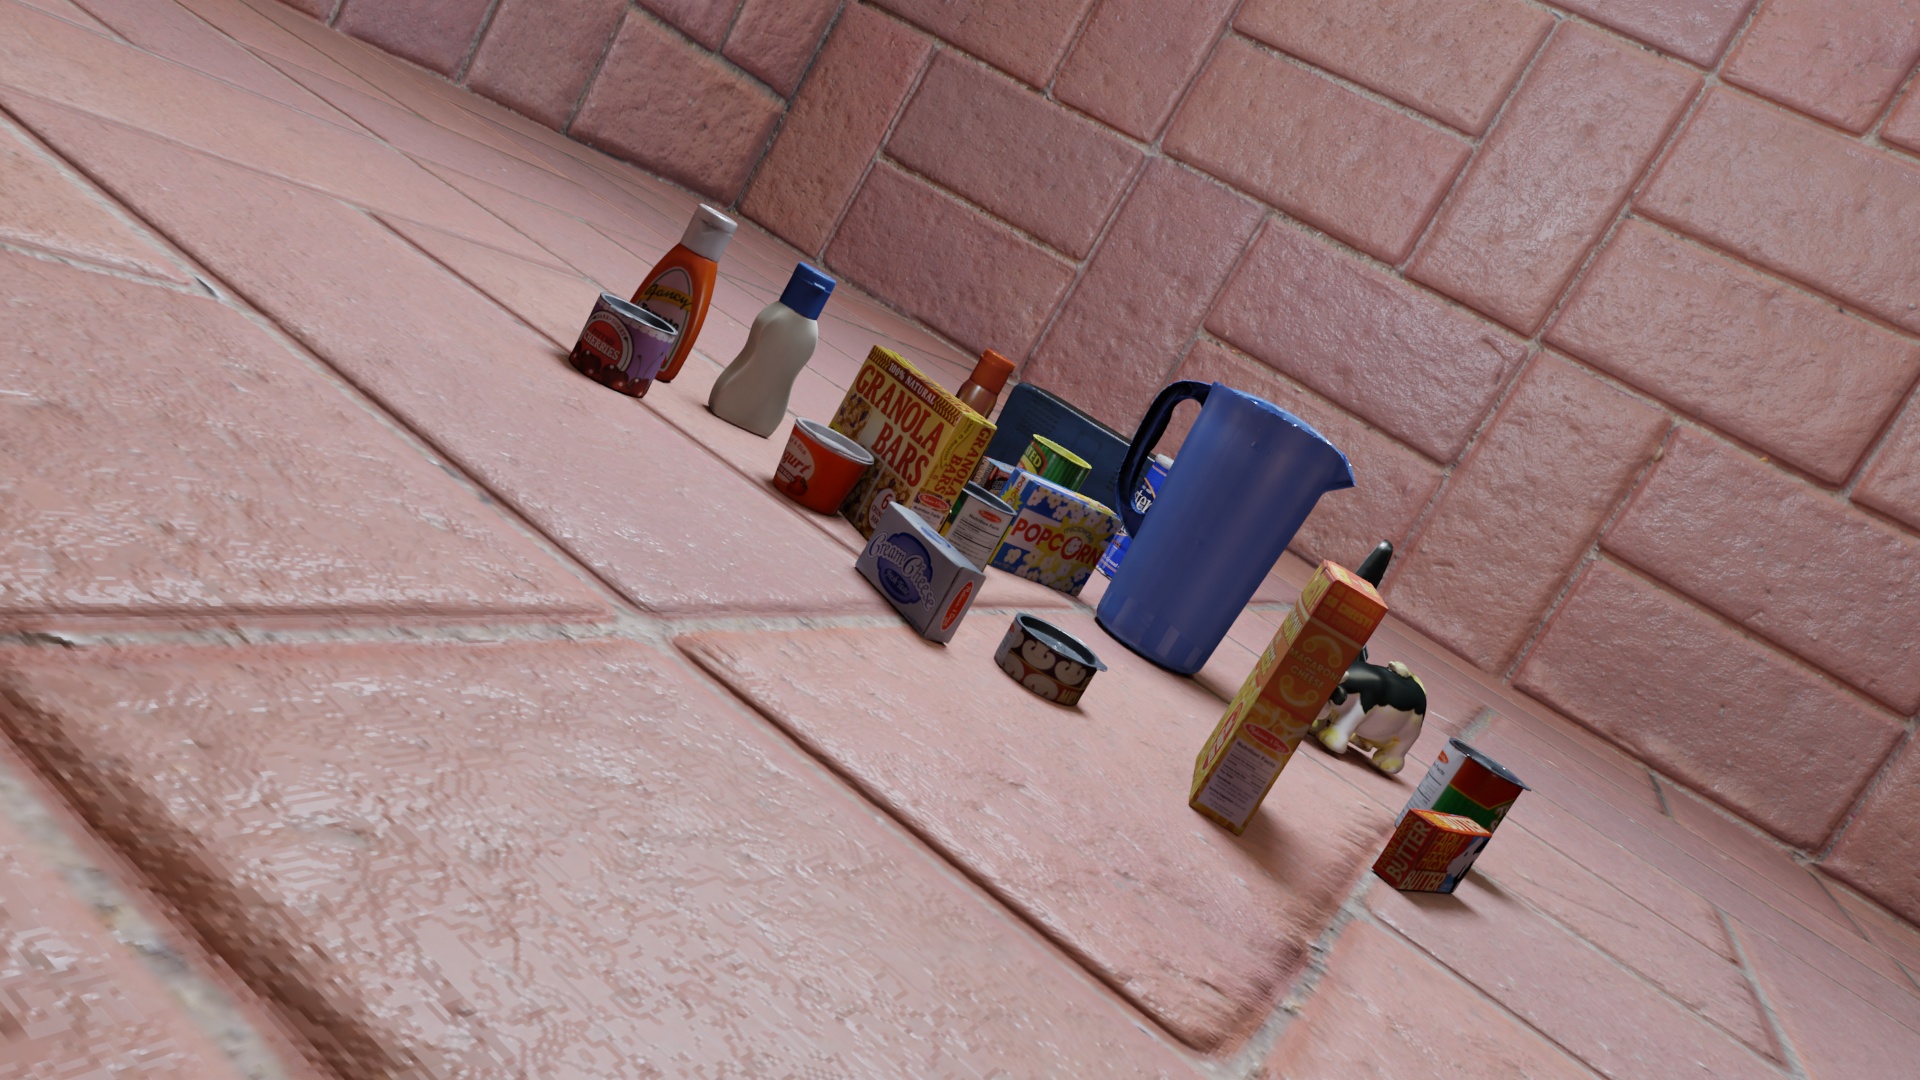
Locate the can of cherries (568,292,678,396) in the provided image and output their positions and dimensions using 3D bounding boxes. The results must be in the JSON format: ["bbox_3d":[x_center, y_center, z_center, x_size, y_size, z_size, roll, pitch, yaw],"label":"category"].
[{"bbox_3d":[-0.264,-0.152,1.081,0.071,0.058,0.071,29,10,-5],"label":"can of cherries"}]

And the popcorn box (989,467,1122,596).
[{"bbox_3d":[0.078,-0.007,1.254,0.126,0.085,0.038,20,14,-43],"label":"popcorn box"}]

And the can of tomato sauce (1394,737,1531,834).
[{"bbox_3d":[0.395,0.210,1.097,0.071,0.083,0.071,29,10,-5],"label":"can of tomato sauce"}]

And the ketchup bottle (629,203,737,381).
[{"bbox_3d":[-0.241,-0.214,1.188,0.065,0.148,0.043,30,10,-2],"label":"ketchup bottle"}]

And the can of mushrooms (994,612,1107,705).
[{"bbox_3d":[0.060,0.081,0.929,0.071,0.033,0.071,29,10,-5],"label":"can of mushrooms"}]

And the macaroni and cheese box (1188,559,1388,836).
[{"bbox_3d":[0.207,0.095,0.892,0.040,0.166,0.124,31,10,8],"label":"macaroni and cheese box"}]

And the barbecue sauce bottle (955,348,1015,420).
[{"bbox_3d":[0.006,-0.132,1.482,0.043,0.148,0.065,29,10,-7],"label":"barbecue sauce bottle"}]

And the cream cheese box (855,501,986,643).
[{"bbox_3d":[-0.028,0.020,0.919,0.024,0.053,0.104,22,13,-39],"label":"cream cheese box"}]

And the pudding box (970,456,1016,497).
[{"bbox_3d":[0.044,-0.058,1.506,0.030,0.049,0.084,36,12,33],"label":"pudding box"}]

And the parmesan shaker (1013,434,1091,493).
[{"bbox_3d":[0.077,-0.044,1.379,0.071,0.103,0.071,29,10,-5],"label":"parmesan shaker"}]

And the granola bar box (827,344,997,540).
[{"bbox_3d":[-0.050,-0.070,1.091,0.039,0.124,0.166,23,12,-36],"label":"granola bar box"}]

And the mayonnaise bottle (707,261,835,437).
[{"bbox_3d":[-0.156,-0.165,1.188,0.065,0.148,0.041,24,11,-31],"label":"mayonnaise bottle"}]

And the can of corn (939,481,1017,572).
[{"bbox_3d":[0.004,-0.015,1.163,0.071,0.058,0.071,29,10,-5],"label":"can of corn"}]

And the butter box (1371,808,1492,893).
[{"bbox_3d":[0.328,0.216,0.964,0.103,0.053,0.024,19,15,-47],"label":"butter box"}]

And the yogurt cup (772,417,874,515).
[{"bbox_3d":[-0.108,-0.055,1.062,0.072,0.054,0.072,29,10,-5],"label":"yogurt cup"}]
